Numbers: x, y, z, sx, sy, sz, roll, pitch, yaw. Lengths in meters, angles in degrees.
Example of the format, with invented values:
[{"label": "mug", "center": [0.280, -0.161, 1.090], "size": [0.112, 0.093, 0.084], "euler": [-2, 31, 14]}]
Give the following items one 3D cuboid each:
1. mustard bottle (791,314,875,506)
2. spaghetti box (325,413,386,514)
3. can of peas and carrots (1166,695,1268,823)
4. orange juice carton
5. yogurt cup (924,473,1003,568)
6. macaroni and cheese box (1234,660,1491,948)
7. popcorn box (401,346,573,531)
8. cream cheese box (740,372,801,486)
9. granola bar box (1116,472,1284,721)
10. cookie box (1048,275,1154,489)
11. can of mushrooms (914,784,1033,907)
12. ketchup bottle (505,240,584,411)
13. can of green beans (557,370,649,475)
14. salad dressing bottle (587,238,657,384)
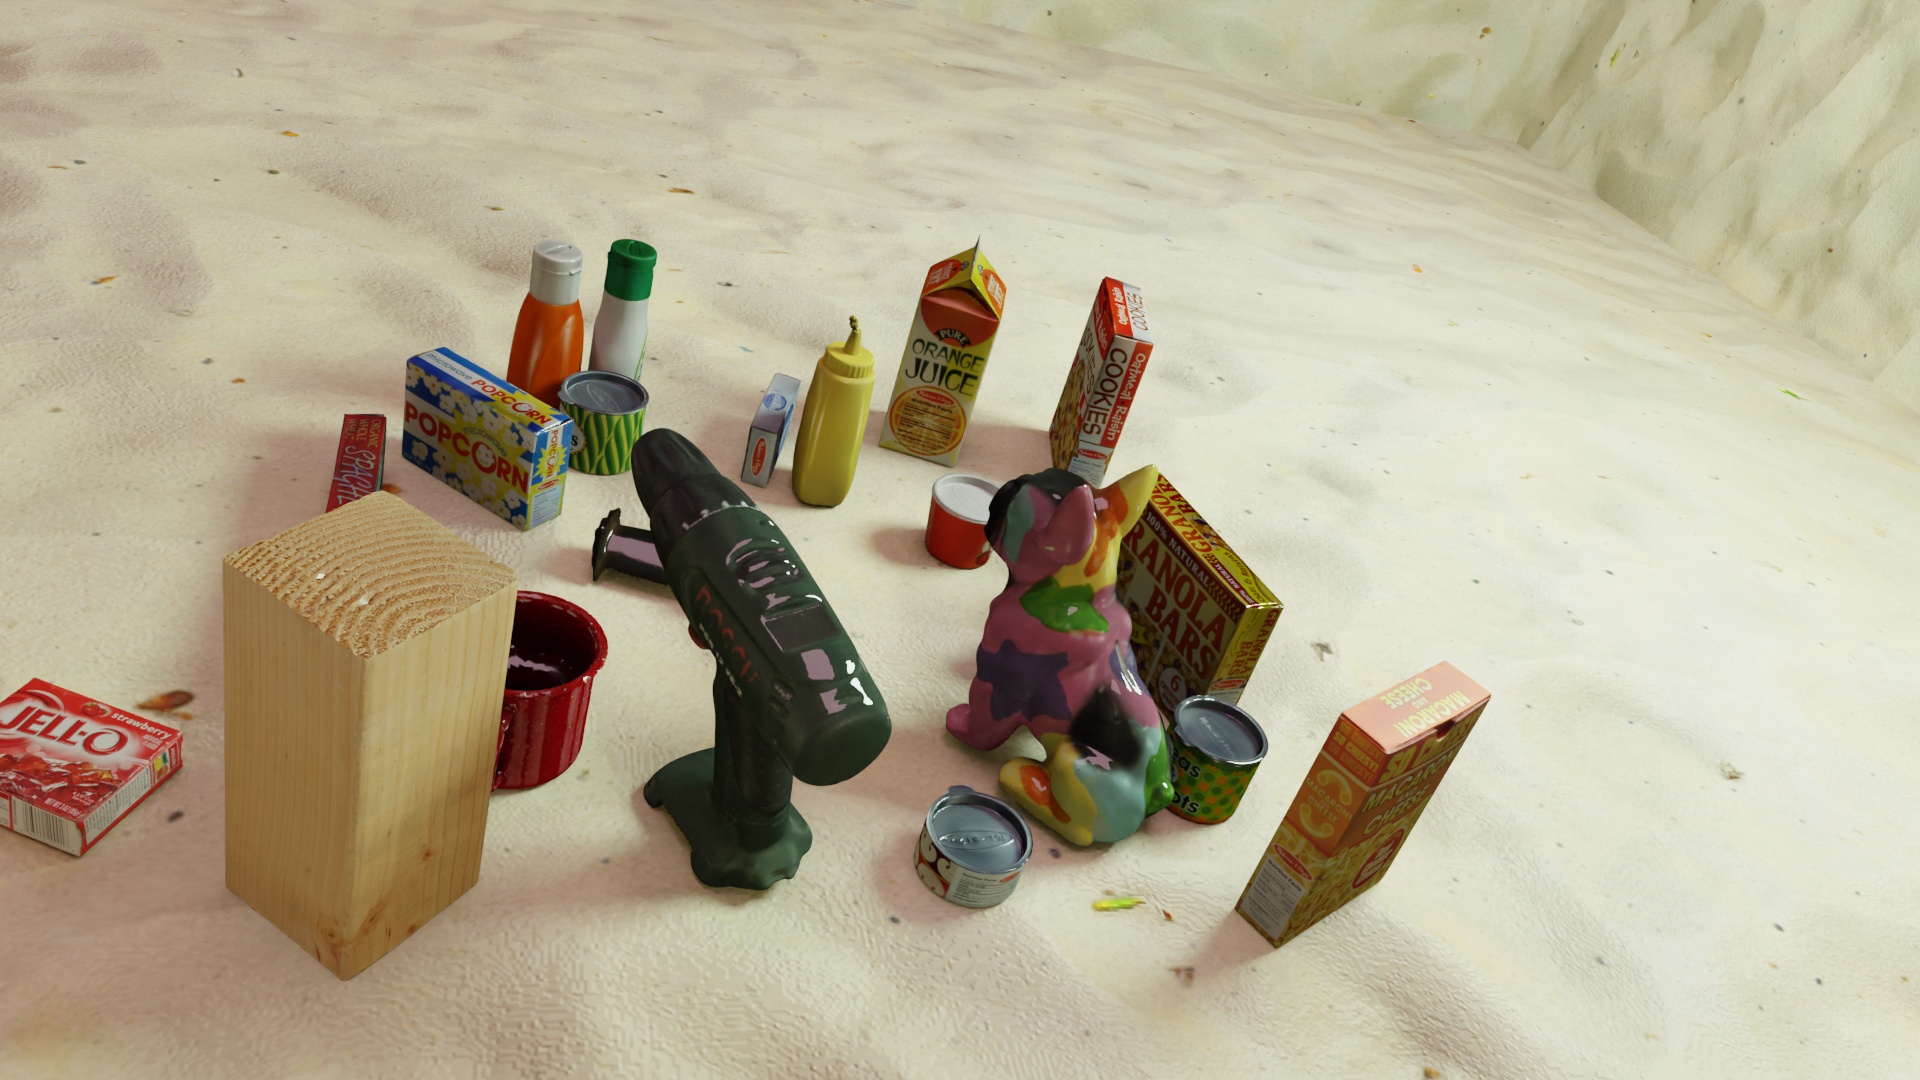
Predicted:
[{"label": "mustard bottle", "center": [-0.097, -0.105, 1.102], "size": [0.049, 0.159, 0.065], "euler": [6, 34, -19]}, {"label": "spaghetti box", "center": [-0.395, 0.001, 0.896], "size": [0.029, 0.050, 0.251], "euler": [5, 34, -21]}, {"label": "can of peas and carrots", "center": [0.165, 0.149, 0.940], "size": [0.071, 0.058, 0.071], "euler": [13, 32, -8]}, {"label": "orange juice carton", "center": [-0.011, -0.168, 1.211], "size": [0.073, 0.191, 0.072], "euler": [16, 32, -3]}, {"label": "yogurt cup", "center": [0.004, -0.014, 1.113], "size": [0.072, 0.053, 0.073], "euler": [13, 32, -8]}, {"label": "macaroni and cheese box", "center": [0.250, 0.163, 0.859], "size": [0.124, 0.165, 0.040], "euler": [-15, 44, -41]}, {"label": "popcorn box", "center": [-0.344, -0.074, 1.003], "size": [0.127, 0.084, 0.038], "euler": [29, 33, 16]}, {"label": "cream cheese box", "center": [-0.158, -0.093, 1.154], "size": [0.024, 0.053, 0.104], "euler": [16, 32, -4]}, {"label": "granola bar box", "center": [0.157, 0.046, 1.032], "size": [0.039, 0.123, 0.166], "euler": [-3, 37, -30]}, {"label": "cookie box", "center": [0.123, -0.136, 1.252], "size": [0.040, 0.166, 0.123], "euler": [13, 32, -8]}, {"label": "can of mushrooms", "center": [0.007, 0.183, 0.833], "size": [0.071, 0.033, 0.071], "euler": [13, 32, -8]}, {"label": "ketchup bottle", "center": [-0.321, -0.159, 1.084], "size": [0.043, 0.148, 0.065], "euler": [28, 33, 15]}, {"label": "can of green beans", "center": [-0.281, -0.092, 1.087], "size": [0.071, 0.057, 0.071], "euler": [13, 32, -8]}, {"label": "salad dressing bottle", "center": [-0.275, -0.169, 1.124], "size": [0.044, 0.146, 0.064], "euler": [7, 33, -17]}]
